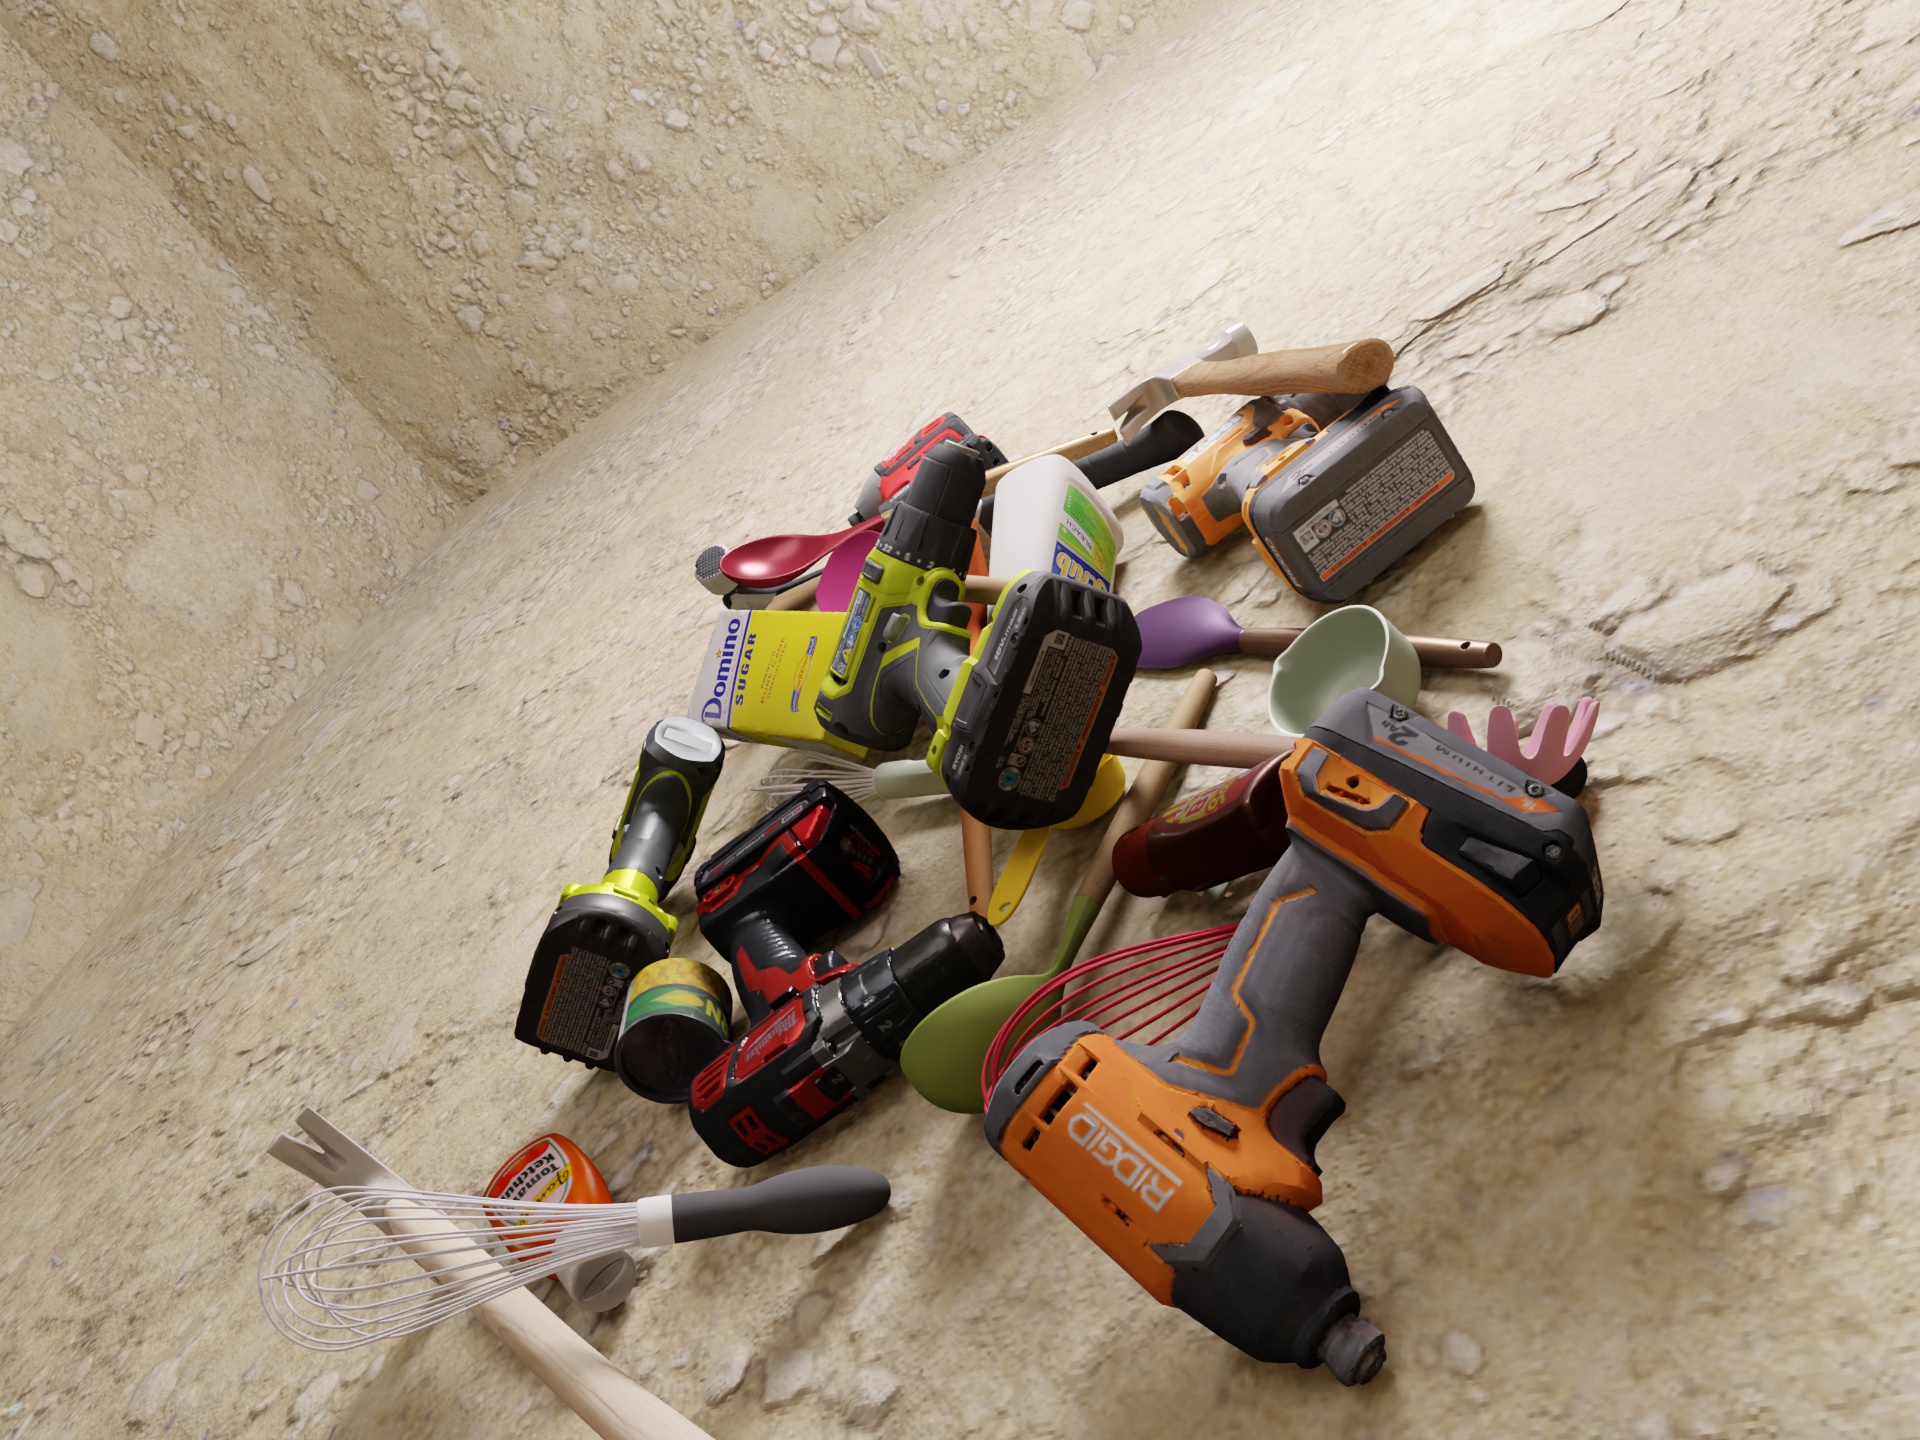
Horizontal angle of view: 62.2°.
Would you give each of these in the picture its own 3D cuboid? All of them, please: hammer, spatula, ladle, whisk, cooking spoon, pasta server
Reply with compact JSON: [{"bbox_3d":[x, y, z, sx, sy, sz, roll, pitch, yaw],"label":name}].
[{"bbox_3d":[0.186,-0.221,1.024,0.130,0.031,0.331,-31,15,-4],"label":"hammer"},{"bbox_3d":[-0.226,0.290,0.785,0.411,0.146,0.038,5,51,52],"label":"hammer"},{"bbox_3d":[0.181,-0.046,0.899,0.060,0.018,0.316,-52,25,-14],"label":"spatula"},{"bbox_3d":[-0.032,-0.159,1.192,0.315,0.031,0.069,-19,34,10],"label":"ladle"},{"bbox_3d":[-0.002,-0.003,0.987,0.081,0.041,0.323,-36,36,27],"label":"spatula"},{"bbox_3d":[-0.173,0.234,0.731,0.284,0.070,0.070,-5,22,-11],"label":"whisk"},{"bbox_3d":[0.137,0.094,0.680,0.296,0.073,0.073,-32,24,2],"label":"whisk"},{"bbox_3d":[-0.001,-0.150,1.253,0.409,0.149,0.036,-19,54,21],"label":"hammer"},{"bbox_3d":[-0.014,-0.087,1.031,0.319,0.017,0.069,13,81,57],"label":"cooking spoon"},{"bbox_3d":[-0.055,0.040,1.064,0.246,0.057,0.059,-8,74,44],"label":"whisk"},{"bbox_3d":[0.064,0.071,0.824,0.062,0.078,0.320,22,48,14],"label":"ladle"},{"bbox_3d":[0.156,0.008,0.745,0.060,0.040,0.316,-5,4,-32],"label":"pasta server"}]

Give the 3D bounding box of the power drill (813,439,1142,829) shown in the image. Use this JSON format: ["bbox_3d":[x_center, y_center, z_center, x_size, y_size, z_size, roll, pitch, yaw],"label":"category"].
[{"bbox_3d":[0.004,-0.052,0.908,0.229,0.080,0.190,36,108,57],"label":"power drill"}]

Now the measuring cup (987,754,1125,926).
[{"bbox_3d":[0.050,0.067,0.866,0.062,0.029,0.157,-18,27,35],"label":"measuring cup"}]

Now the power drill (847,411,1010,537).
[{"bbox_3d":[-0.029,-0.202,1.411,0.143,0.078,0.220,-39,21,1],"label":"power drill"}]

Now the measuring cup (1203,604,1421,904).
[{"bbox_3d":[0.172,0.023,0.787,0.167,0.038,0.083,-61,26,-6],"label":"measuring cup"}]

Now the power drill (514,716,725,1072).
[{"bbox_3d":[-0.226,0.123,1.087,0.223,0.080,0.171,-80,13,-57],"label":"power drill"}]

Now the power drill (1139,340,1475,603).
[{"bbox_3d":[0.222,-0.163,0.974,0.185,0.084,0.226,-38,19,-1],"label":"power drill"}]

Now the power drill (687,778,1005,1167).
[{"bbox_3d":[-0.070,0.126,0.900,0.188,0.080,0.227,-36,27,10],"label":"power drill"}]

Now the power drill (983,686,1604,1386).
[{"bbox_3d":[0.135,0.115,0.582,0.226,0.084,0.164,-49,52,-7],"label":"power drill"}]
